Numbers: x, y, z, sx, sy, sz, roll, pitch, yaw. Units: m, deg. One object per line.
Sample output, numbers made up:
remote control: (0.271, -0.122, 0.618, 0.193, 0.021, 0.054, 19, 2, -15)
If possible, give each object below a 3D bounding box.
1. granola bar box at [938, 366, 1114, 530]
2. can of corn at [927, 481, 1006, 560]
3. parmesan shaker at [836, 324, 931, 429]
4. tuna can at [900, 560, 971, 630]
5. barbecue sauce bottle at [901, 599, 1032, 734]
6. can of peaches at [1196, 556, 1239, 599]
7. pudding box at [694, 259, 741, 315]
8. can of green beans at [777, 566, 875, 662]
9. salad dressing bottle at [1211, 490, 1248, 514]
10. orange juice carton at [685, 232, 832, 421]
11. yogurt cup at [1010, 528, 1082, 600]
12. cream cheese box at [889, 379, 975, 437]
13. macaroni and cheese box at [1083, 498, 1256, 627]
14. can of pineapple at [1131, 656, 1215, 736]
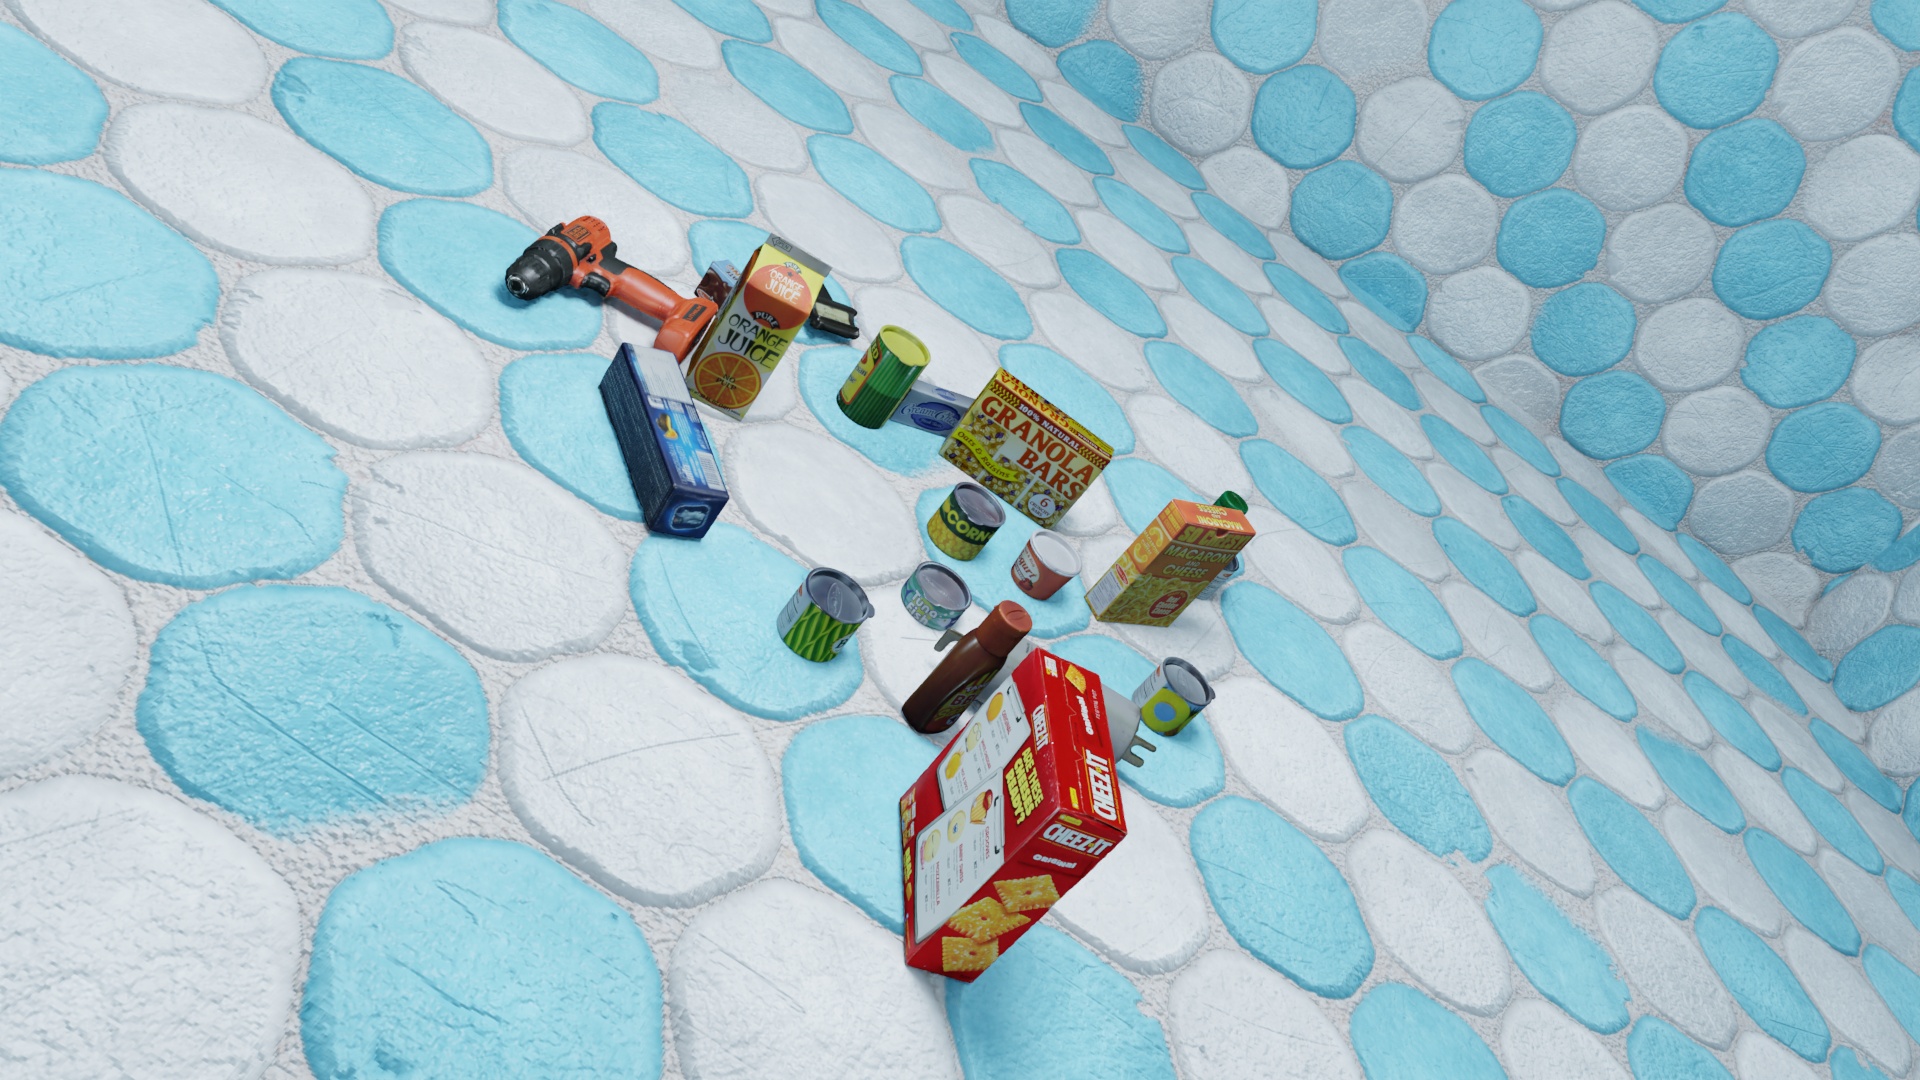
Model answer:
granola bar box: (0.076, -0.104, 1.616, 0.165, 0.123, 0.039, 35, 31, -6)
can of corn: (0.005, -0.019, 1.498, 0.071, 0.058, 0.071, 27, 33, -19)
parmesan shaker: (-0.088, -0.182, 1.568, 0.071, 0.102, 0.072, 27, 33, -19)
tuna can: (-0.025, 0.057, 1.394, 0.071, 0.032, 0.071, 27, 33, -19)
barbecue sauce bottle: (0.009, 0.113, 1.247, 0.065, 0.148, 0.044, -9, 55, -51)
can of peaches: (0.304, 0.030, 1.741, 0.071, 0.057, 0.071, 27, 33, -19)
pudding box: (-0.254, -0.271, 1.562, 0.084, 0.049, 0.030, 45, 32, 10)
can of green beans: (-0.124, 0.067, 1.256, 0.071, 0.057, 0.071, 27, 33, -19)
salad dressing bottle: (0.286, 0.001, 1.674, 0.044, 0.147, 0.064, 7, 43, -41)
orange juice carton: (-0.206, -0.223, 1.413, 0.072, 0.191, 0.073, 27, 33, -19)
yogurt cup: (0.092, 0.029, 1.530, 0.072, 0.053, 0.073, 27, 33, -19)
cream cheese box: (-0.032, -0.154, 1.637, 0.104, 0.053, 0.024, 15, 39, -33)
macaroni and cheese box: (0.238, 0.029, 1.571, 0.124, 0.165, 0.040, 8, 43, -41)
can of pineapple: (0.227, 0.168, 1.486, 0.071, 0.057, 0.071, 27, 33, -19)
